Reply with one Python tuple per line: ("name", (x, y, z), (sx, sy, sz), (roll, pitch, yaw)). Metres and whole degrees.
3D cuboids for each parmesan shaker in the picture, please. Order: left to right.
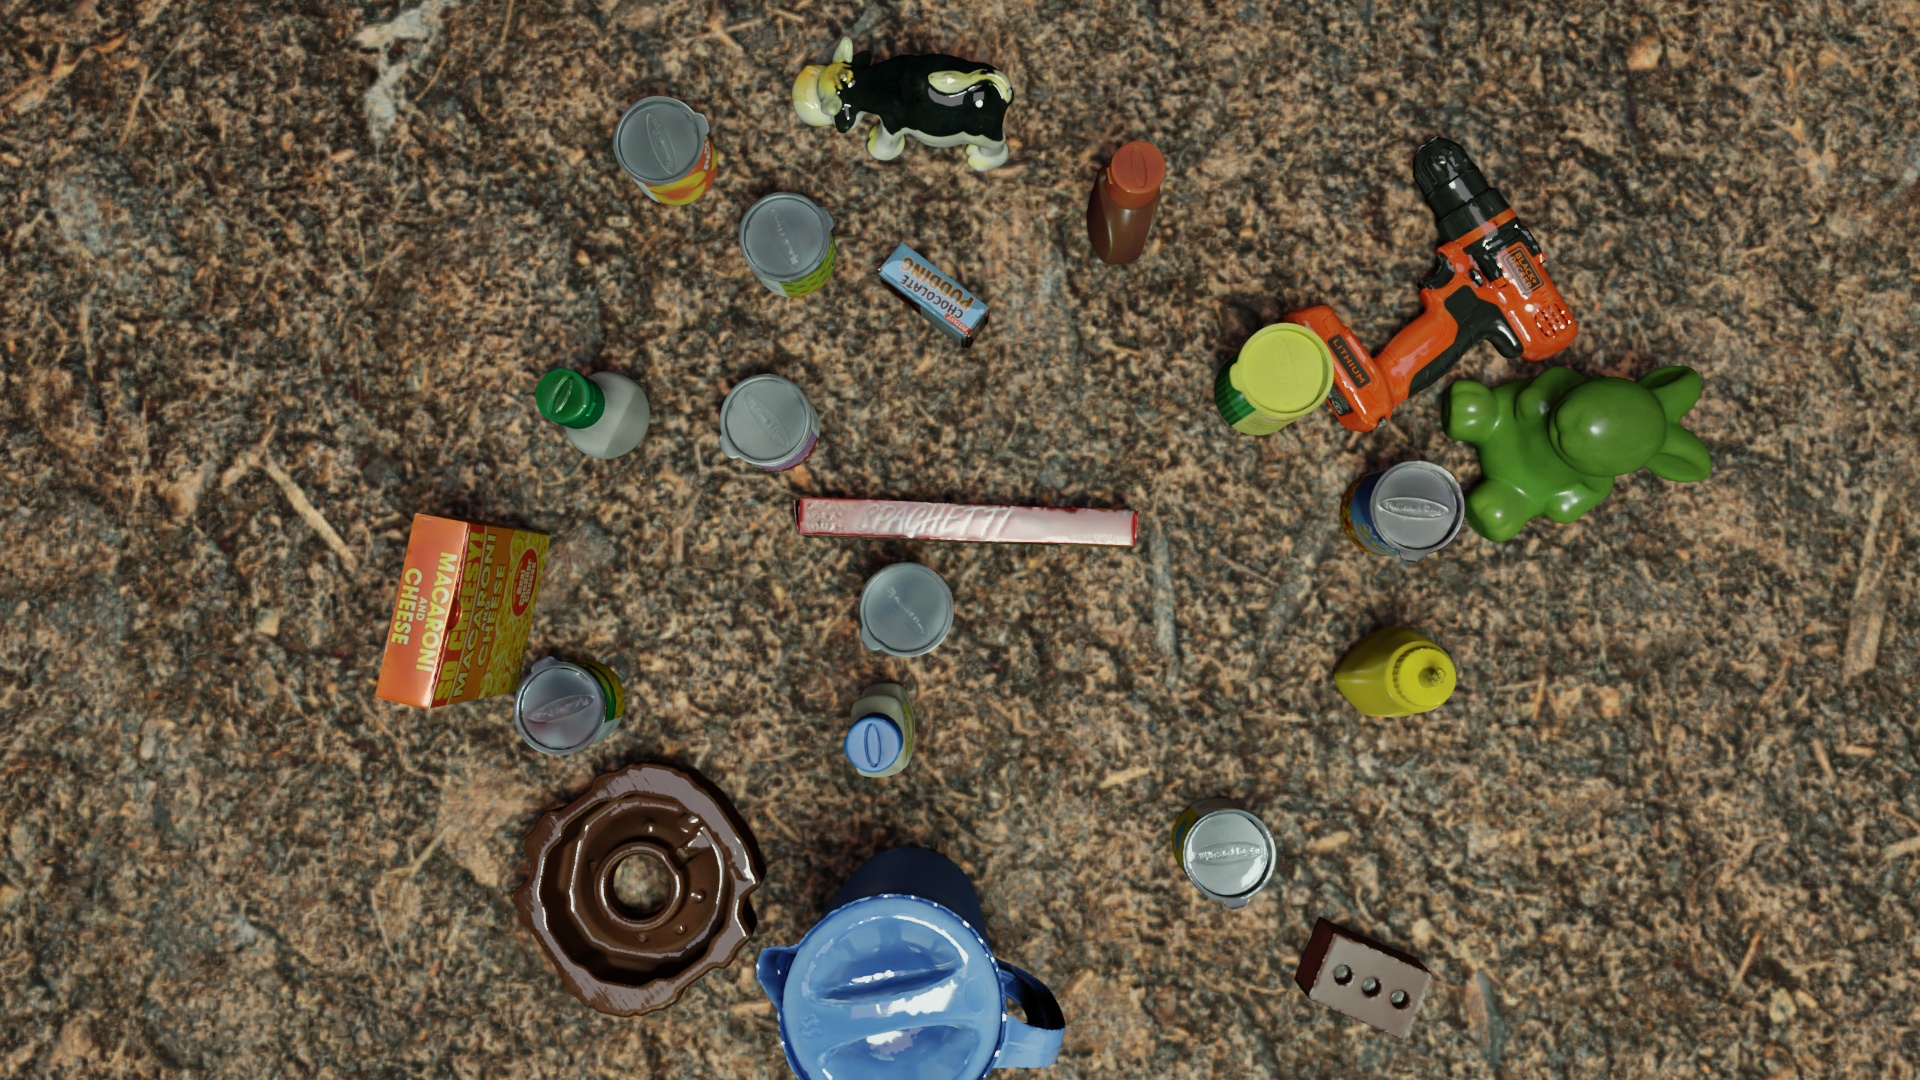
("parmesan shaker", (0.220, -0.114, 0.999), (0.071, 0.103, 0.071), (0, 88, 1))

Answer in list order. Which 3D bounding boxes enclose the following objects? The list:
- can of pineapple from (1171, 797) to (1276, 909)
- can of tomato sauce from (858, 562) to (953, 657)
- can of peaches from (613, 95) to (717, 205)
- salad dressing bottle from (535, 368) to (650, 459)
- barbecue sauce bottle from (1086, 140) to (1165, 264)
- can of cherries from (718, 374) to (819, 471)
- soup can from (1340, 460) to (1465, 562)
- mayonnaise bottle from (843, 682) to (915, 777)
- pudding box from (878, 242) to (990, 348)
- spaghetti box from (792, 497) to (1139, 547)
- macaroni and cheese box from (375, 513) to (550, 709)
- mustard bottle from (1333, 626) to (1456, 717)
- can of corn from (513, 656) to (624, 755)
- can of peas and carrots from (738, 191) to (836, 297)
("can of pineapple", (0.189, 0.224, 1.005), (0.071, 0.058, 0.071), (0, 87, 1))
("can of tomato sauce", (-0.038, 0.051, 1.003), (0.071, 0.083, 0.071), (0, 88, 1))
("can of peaches", (-0.216, -0.290, 1.034), (0.071, 0.058, 0.071), (0, 87, 1))
("salad dressing bottle", (-0.259, -0.092, 0.980), (0.044, 0.147, 0.064), (26, 88, 2))
("barbecue sauce bottle", (0.117, -0.242, 0.984), (0.044, 0.148, 0.065), (-9, 88, 0))
("can of cherries", (-0.142, -0.084, 1.023), (0.071, 0.058, 0.071), (0, 87, 1))
("soup can", (0.317, -0.019, 1.004), (0.071, 0.084, 0.071), (0, 88, 1))
("mayonnaise bottle", (-0.055, 0.135, 0.967), (0.041, 0.148, 0.064), (-5, 88, 0))
("pudding box", (-0.020, -0.181, 1.031), (0.084, 0.049, 0.030), (37, 89, 2))
("spaghetti box", (0.004, -0.013, 1.023), (0.250, 0.050, 0.028), (2, 88, 1))
("macaroni and cheese box", (-0.340, 0.047, 0.964), (0.040, 0.166, 0.123), (11, 88, 1))
("mustard bottle", (0.306, 0.093, 0.960), (0.065, 0.160, 0.049), (-42, 88, -1))
("can of corn", (-0.285, 0.118, 1.015), (0.071, 0.058, 0.071), (0, 87, 1))
("can of peas and carrots", (-0.125, -0.219, 1.030), (0.071, 0.058, 0.071), (0, 87, 1))
